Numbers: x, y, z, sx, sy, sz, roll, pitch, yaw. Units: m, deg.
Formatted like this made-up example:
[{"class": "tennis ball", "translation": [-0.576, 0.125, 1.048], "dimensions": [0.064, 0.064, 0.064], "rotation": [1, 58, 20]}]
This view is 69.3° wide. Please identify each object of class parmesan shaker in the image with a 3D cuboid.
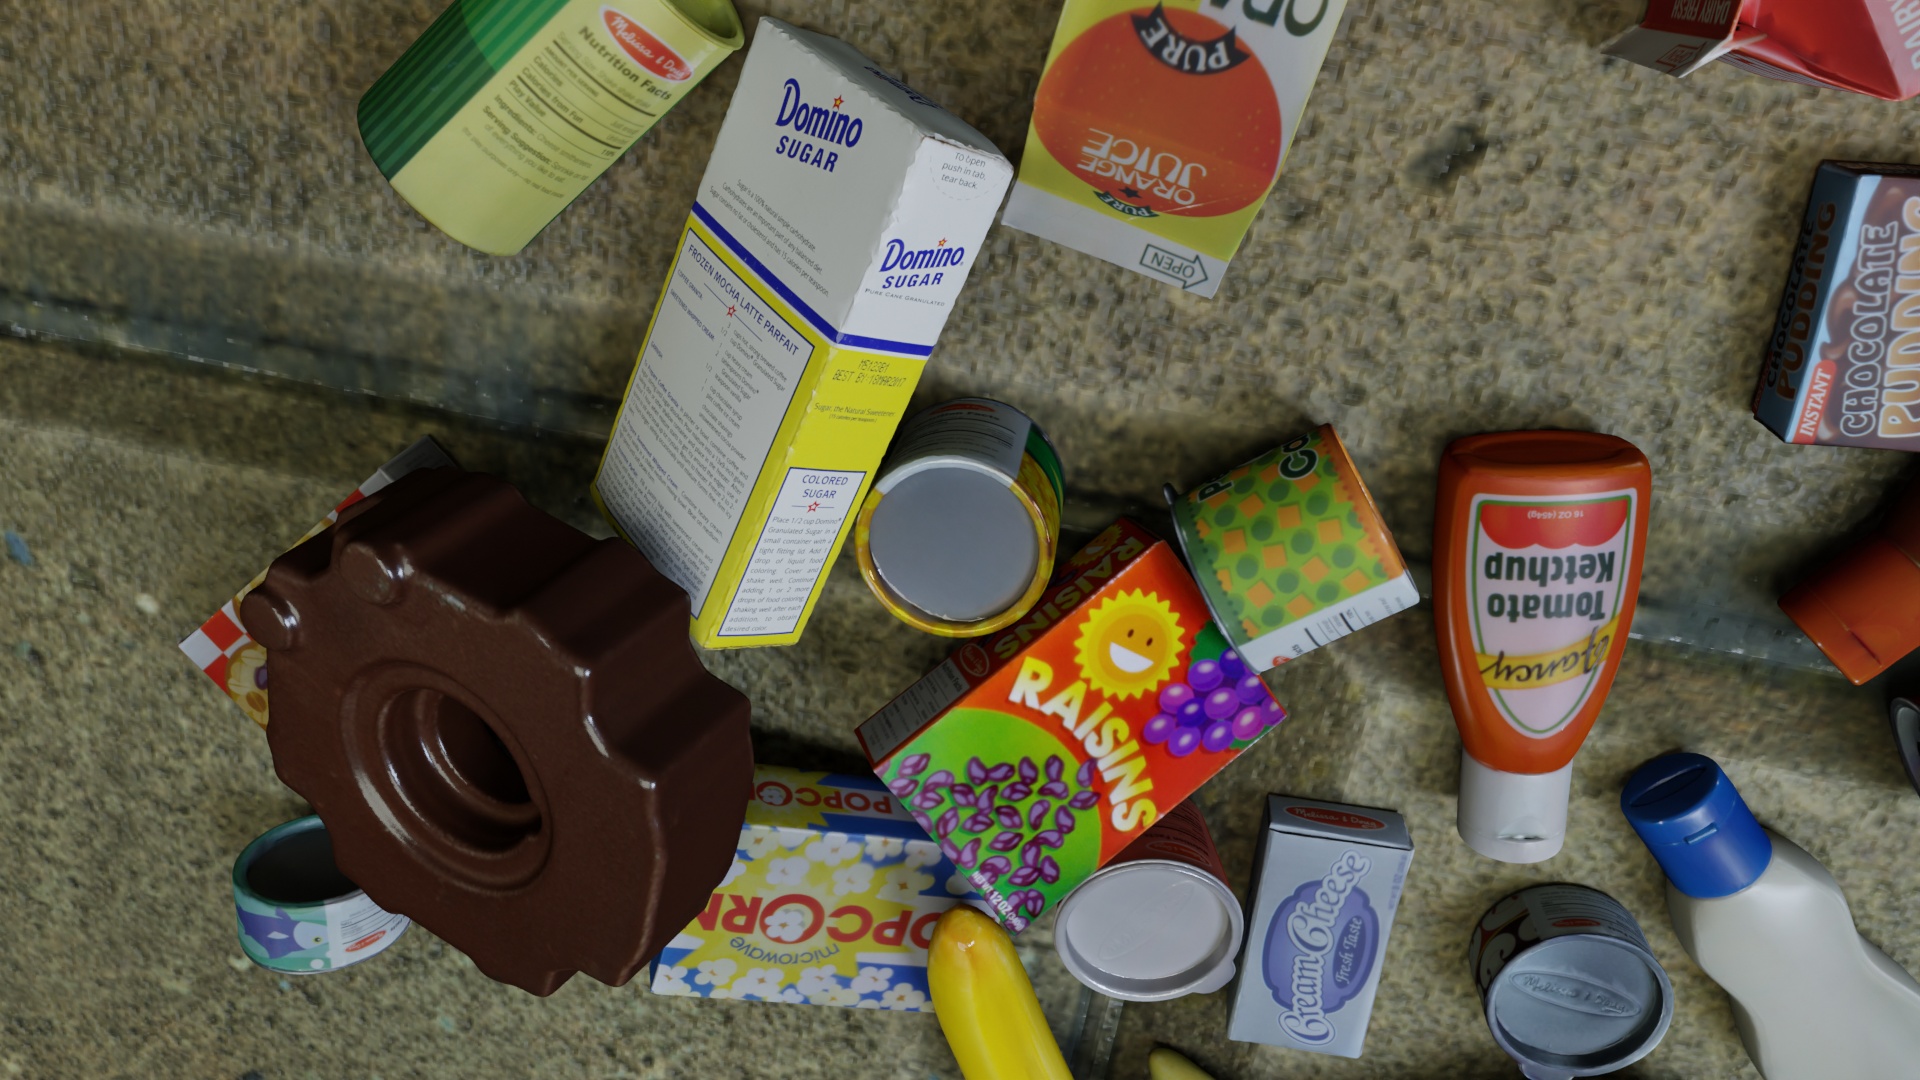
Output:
[{"class": "parmesan shaker", "translation": [-0.128, -0.146, 0.426], "dimensions": [0.103, 0.071, 0.071], "rotation": [-35, 104, 20]}]

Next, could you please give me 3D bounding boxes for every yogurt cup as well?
[{"class": "yogurt cup", "translation": [0.067, 0.127, 0.516], "dimensions": [0.072, 0.054, 0.072], "rotation": [1, 120, 1]}]

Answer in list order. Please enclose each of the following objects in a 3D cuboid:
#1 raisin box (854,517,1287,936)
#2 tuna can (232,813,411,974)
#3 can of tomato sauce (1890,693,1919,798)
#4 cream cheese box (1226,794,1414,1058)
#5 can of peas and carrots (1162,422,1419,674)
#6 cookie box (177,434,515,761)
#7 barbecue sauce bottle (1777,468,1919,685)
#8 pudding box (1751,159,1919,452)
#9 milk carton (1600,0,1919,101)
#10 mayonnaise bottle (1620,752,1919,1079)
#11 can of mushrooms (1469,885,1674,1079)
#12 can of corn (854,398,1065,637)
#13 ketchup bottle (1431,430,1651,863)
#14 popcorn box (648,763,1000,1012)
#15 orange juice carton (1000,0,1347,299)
[{"class": "raisin box", "translation": [0.039, 0.063, 0.482], "dimensions": [0.123, 0.040, 0.086], "rotation": [-39, 108, -2]}, {"class": "tuna can", "translation": [-0.260, 0.141, 0.565], "dimensions": [0.071, 0.071, 0.032], "rotation": [8, 113, 5]}, {"class": "can of tomato sauce", "translation": [0.362, 0.068, 0.448], "dimensions": [0.083, 0.071, 0.071], "rotation": [-22, 108, 15]}, {"class": "cream cheese box", "translation": [0.137, 0.151, 0.537], "dimensions": [0.053, 0.024, 0.103], "rotation": [8, 113, 5]}, {"class": "can of peas and carrots", "translation": [0.108, 0.000, 0.457], "dimensions": [0.058, 0.071, 0.071], "rotation": [-27, 107, 17]}, {"class": "cookie box", "translation": [-0.194, 0.062, 0.536], "dimensions": [0.122, 0.040, 0.167], "rotation": [-35, 104, 19]}, {"class": "barbecue sauce bottle", "translation": [0.332, -0.013, 0.432], "dimensions": [0.065, 0.044, 0.148], "rotation": [42, 112, -11]}, {"class": "pudding box", "translation": [0.280, -0.071, 0.423], "dimensions": [0.050, 0.030, 0.083], "rotation": [6, 113, 6]}, {"class": "milk carton", "translation": [0.267, -0.176, 0.358], "dimensions": [0.190, 0.072, 0.073], "rotation": [-28, 107, 18]}, {"class": "mayonnaise bottle", "translation": [0.294, 0.142, 0.504], "dimensions": [0.064, 0.041, 0.148], "rotation": [-35, 103, 18]}, {"class": "can of mushrooms", "translation": [0.229, 0.168, 0.527], "dimensions": [0.071, 0.033, 0.070], "rotation": [2, 113, 6]}, {"class": "can of corn", "translation": [0.002, -0.006, 0.472], "dimensions": [0.071, 0.058, 0.071], "rotation": [3, 113, 7]}, {"class": "ketchup bottle", "translation": [0.192, 0.038, 0.473], "dimensions": [0.065, 0.044, 0.148], "rotation": [-1, 113, 8]}, {"class": "popcorn box", "translation": [-0.048, 0.133, 0.527], "dimensions": [0.127, 0.038, 0.084], "rotation": [10, 116, -17]}, {"class": "orange juice carton", "translation": [0.072, -0.168, 0.387], "dimensions": [0.072, 0.073, 0.191], "rotation": [18, 114, 0]}]
